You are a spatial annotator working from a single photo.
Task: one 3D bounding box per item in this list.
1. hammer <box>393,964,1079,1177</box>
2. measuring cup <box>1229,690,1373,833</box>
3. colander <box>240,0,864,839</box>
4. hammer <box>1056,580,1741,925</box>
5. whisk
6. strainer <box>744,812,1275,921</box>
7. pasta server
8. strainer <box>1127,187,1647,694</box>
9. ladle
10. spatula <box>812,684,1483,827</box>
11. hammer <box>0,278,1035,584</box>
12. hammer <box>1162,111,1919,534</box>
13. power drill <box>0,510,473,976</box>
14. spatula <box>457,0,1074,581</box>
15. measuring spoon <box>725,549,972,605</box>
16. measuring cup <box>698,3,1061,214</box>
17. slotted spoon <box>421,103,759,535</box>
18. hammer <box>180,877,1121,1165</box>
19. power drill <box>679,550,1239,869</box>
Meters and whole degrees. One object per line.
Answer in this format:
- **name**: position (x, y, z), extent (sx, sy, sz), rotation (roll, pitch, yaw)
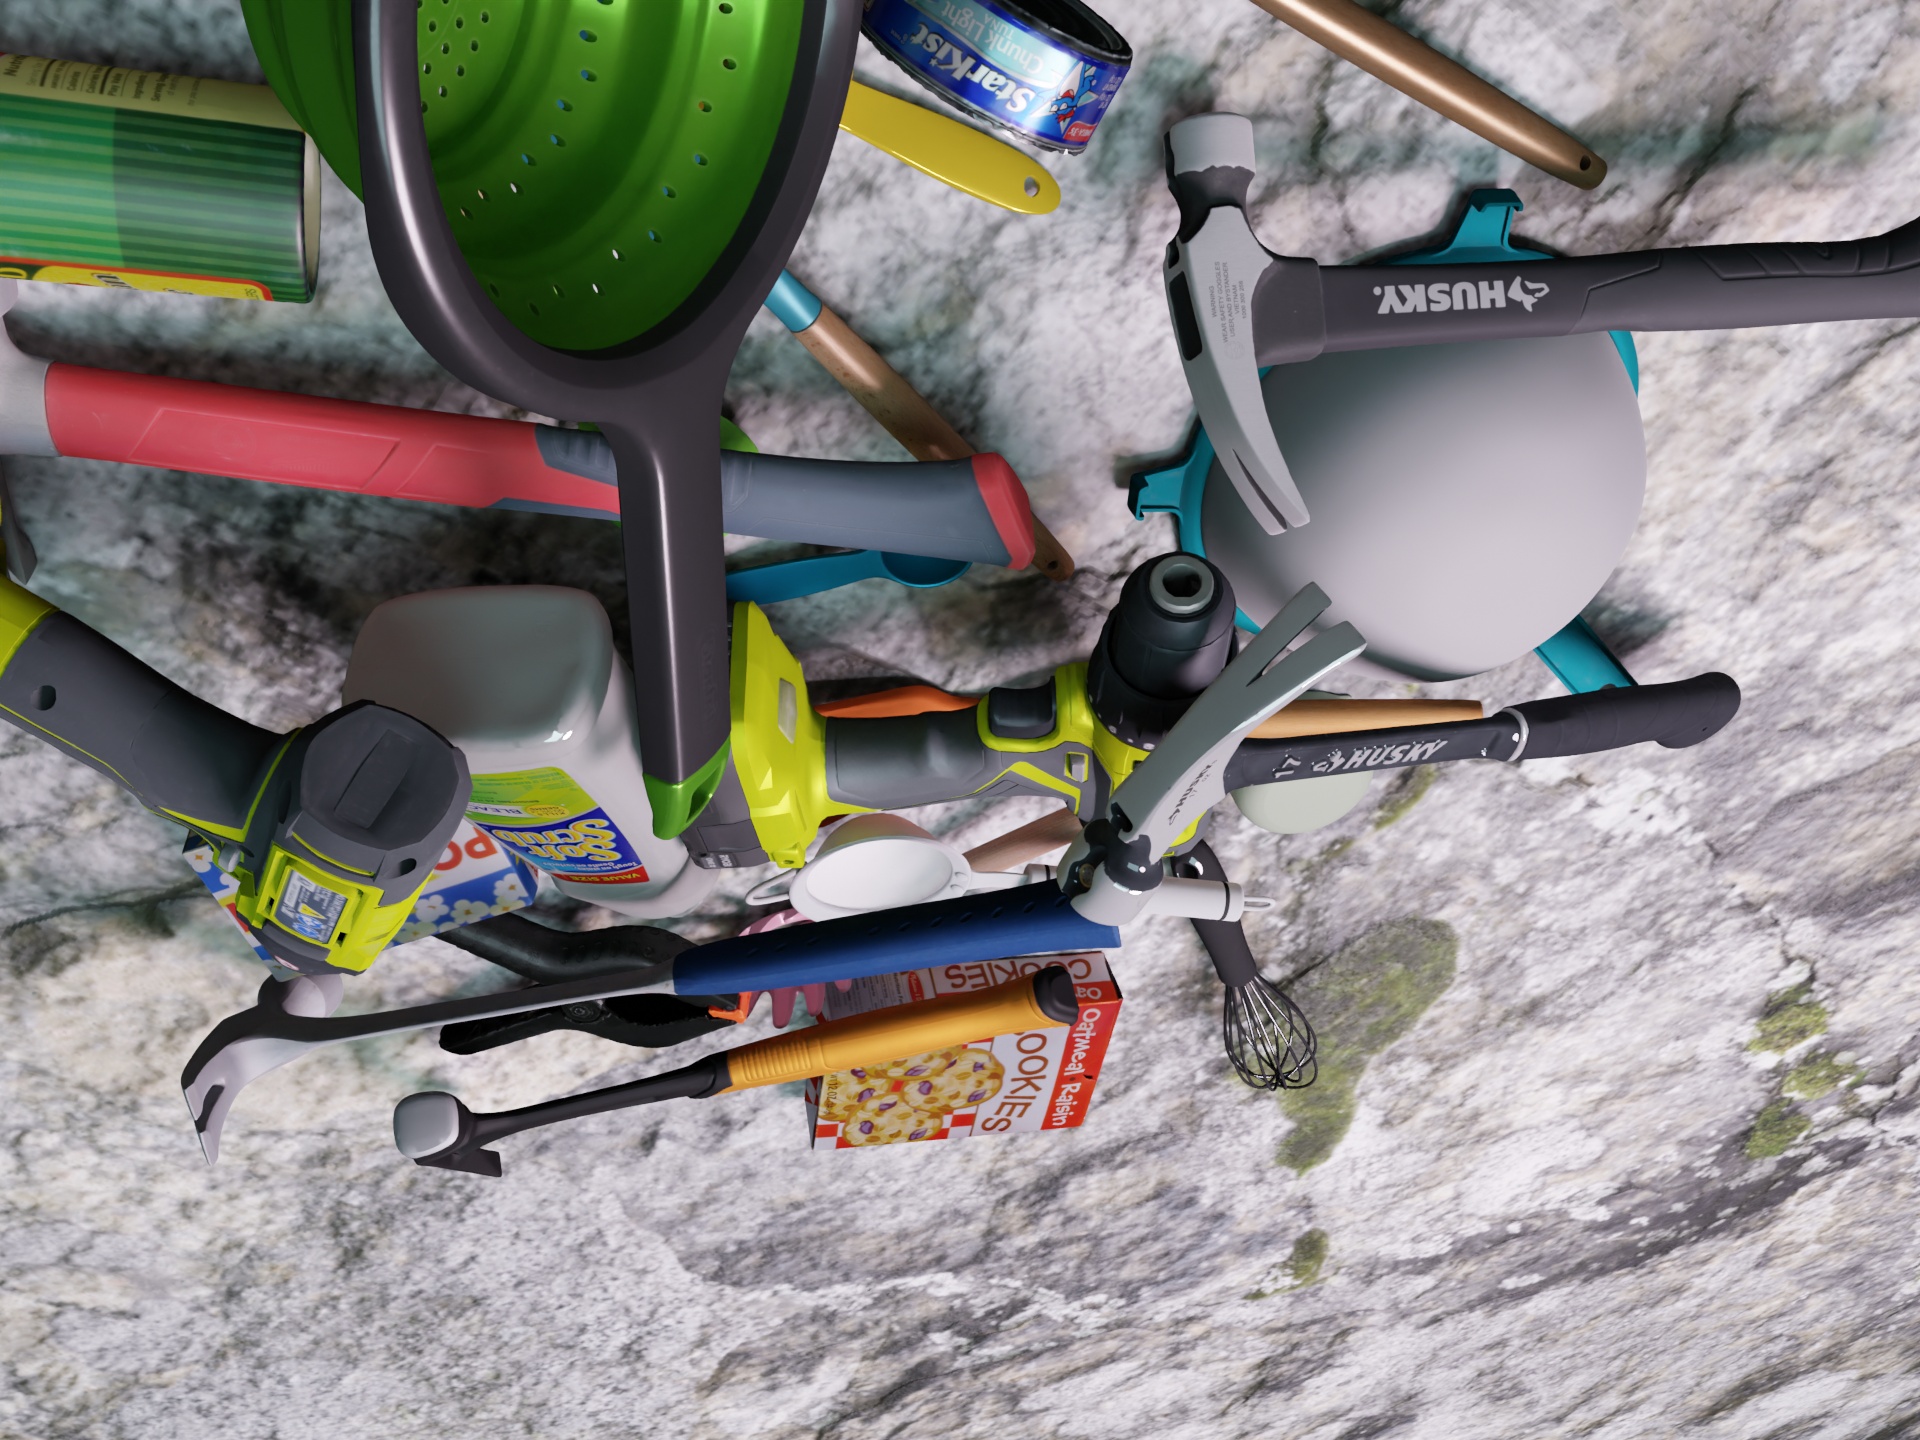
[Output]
- **hammer**: position (-0.105, 0.179, 0.818), extent (0.337, 0.034, 0.127), rotation (-12, 161, -3)
- **measuring cup**: position (0.143, 0.007, 0.784), extent (0.083, 0.038, 0.167), rotation (-41, 132, 23)
- **colander**: position (-0.116, -0.125, 0.457), extent (0.094, 0.204, 0.396), rotation (20, 133, 17)
- **hammer**: position (0.225, 0.003, 0.679), extent (0.408, 0.036, 0.149), rotation (-5, 140, -39)
- **whisk**: position (0.162, 0.145, 0.918), extent (0.055, 0.055, 0.238), rotation (-23, 130, 6)
- **strainer**: position (0.028, 0.076, 0.761), extent (0.258, 0.050, 0.086), rotation (6, 144, -10)
- **pasta server**: position (0.016, 0.074, 0.795), extent (0.316, 0.040, 0.060), rotation (-25, 119, 16)
- **strainer**: position (0.247, -0.056, 0.713), extent (0.211, 0.095, 0.340), rotation (-39, 129, 21)
- **ladle**: position (0.119, -0.241, 0.530), extent (0.320, 0.062, 0.078), rotation (14, 103, -30)
- **spatula**: position (0.078, 0.008, 0.739), extent (0.322, 0.041, 0.080), rotation (-2, 136, 6)
- **hammer**: position (-0.165, -0.081, 0.581), extent (0.386, 0.038, 0.143), rotation (6, 134, -11)
- **hammer**: position (0.241, -0.154, 0.596), extent (0.334, 0.035, 0.146), rotation (-6, 90, -11)
- **power drill**: position (-0.292, 0.012, 0.552), extent (0.223, 0.080, 0.171), rotation (31, 144, -13)
- **spatula**: position (-0.043, -0.144, 0.601), extent (0.082, 0.044, 0.317), rotation (-35, 137, 16)
- **measuring spoon**: position (-0.057, -0.070, 0.676), extent (0.128, 0.021, 0.042), rotation (-11, 138, 7)
- **measuring cup**: position (-0.021, -0.203, 0.532), extent (0.156, 0.029, 0.062), rotation (12, 92, -34)
- **slotted spoon**: position (-0.162, -0.165, 0.544), extent (0.070, 0.031, 0.313), rotation (-22, 133, 14)
- **hammer**: position (-0.133, 0.115, 0.689), extent (0.405, 0.144, 0.035), rotation (-10, 105, 4)
- **power drill**: position (-0.001, -0.002, 0.634), extent (0.228, 0.080, 0.190), rotation (-2, 153, 1)
